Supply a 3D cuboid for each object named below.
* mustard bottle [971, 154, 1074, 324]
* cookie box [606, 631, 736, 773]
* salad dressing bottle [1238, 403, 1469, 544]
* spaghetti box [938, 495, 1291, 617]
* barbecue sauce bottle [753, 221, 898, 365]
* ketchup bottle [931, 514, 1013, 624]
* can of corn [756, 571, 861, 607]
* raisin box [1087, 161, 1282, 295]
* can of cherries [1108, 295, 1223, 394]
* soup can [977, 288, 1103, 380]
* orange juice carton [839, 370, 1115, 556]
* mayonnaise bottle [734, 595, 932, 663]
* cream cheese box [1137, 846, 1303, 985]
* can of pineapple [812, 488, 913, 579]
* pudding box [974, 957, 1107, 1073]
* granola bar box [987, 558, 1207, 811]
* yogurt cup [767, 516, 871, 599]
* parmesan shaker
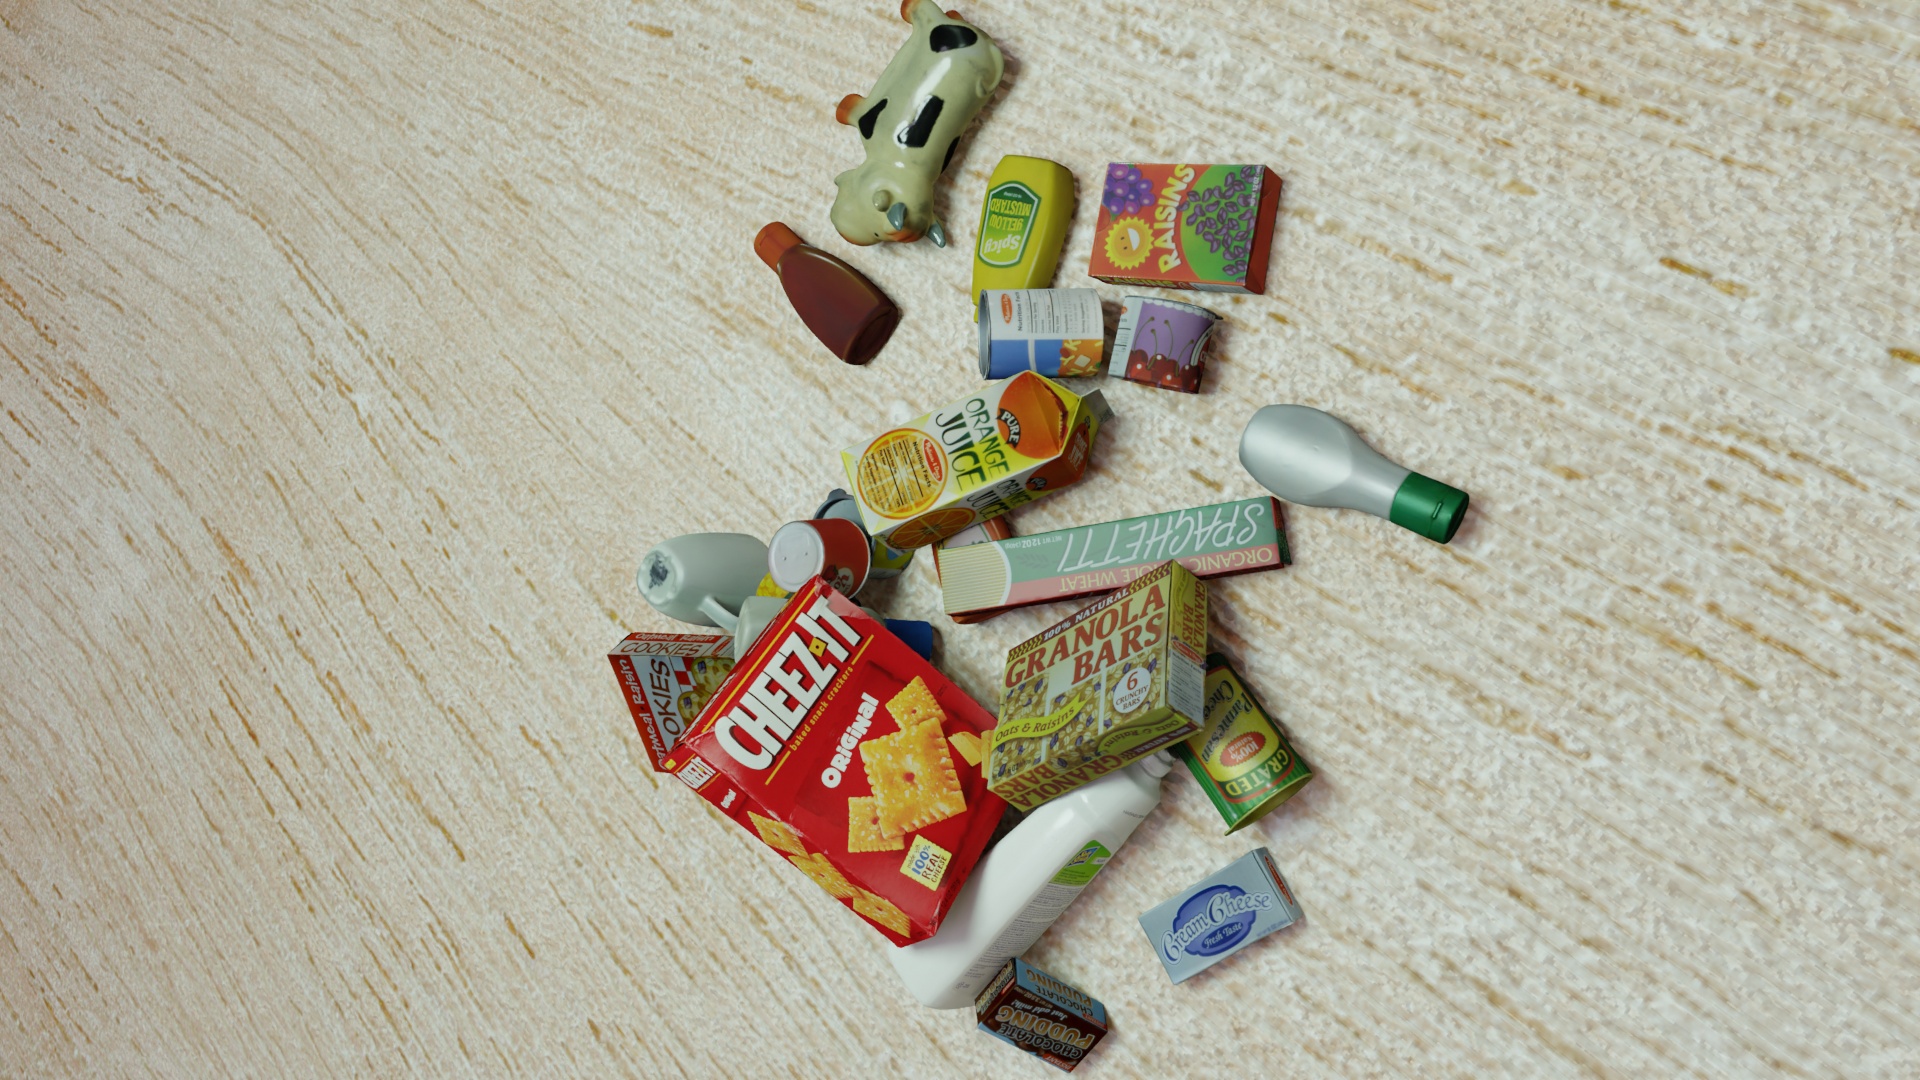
[{"bbox_3d":[0.041,-0.210,1.059,0.065,0.049,0.160,16,95,33],"label":"mustard bottle"},{"bbox_3d":[-0.205,0.140,1.161,0.167,0.040,0.122,-1,116,32],"label":"cookie box"},{"bbox_3d":[0.258,-0.043,0.916,0.148,0.044,0.064,28,98,29],"label":"salad dressing bottle"},{"bbox_3d":[0.105,0.013,0.987,0.250,0.028,0.050,-10,80,19],"label":"spaghetti box"},{"bbox_3d":[-0.118,-0.213,1.162,0.149,0.044,0.064,46,109,27],"label":"barbecue sauce bottle"},{"bbox_3d":[0.004,-0.013,1.071,0.064,0.043,0.149,-24,74,24],"label":"ketchup bottle"},{"bbox_3d":[-0.123,0.049,1.131,0.071,0.071,0.058,-50,63,19],"label":"can of corn"},{"bbox_3d":[0.159,-0.223,0.993,0.123,0.040,0.086,11,93,33],"label":"raisin box"},{"bbox_3d":[0.145,-0.137,0.980,0.071,0.071,0.058,15,95,32],"label":"can of cherries"},{"bbox_3d":[0.057,-0.150,1.017,0.084,0.071,0.071,-2,85,-6],"label":"soup can"},{"bbox_3d":[0.019,-0.063,1.015,0.192,0.071,0.073,-23,72,9],"label":"orange juice carton"},{"bbox_3d":[-0.097,0.075,1.074,0.064,0.148,0.041,115,154,-48],"label":"mayonnaise bottle"},{"bbox_3d":[0.177,0.258,0.954,0.103,0.024,0.053,-38,68,24],"label":"cream cheese box"},{"bbox_3d":[-0.078,-0.004,1.112,0.071,0.058,0.071,-2,85,31],"label":"can of pineapple"},{"bbox_3d":[0.057,0.340,0.992,0.083,0.030,0.049,32,109,-15],"label":"pudding box"},{"bbox_3d":[0.093,0.100,0.949,0.165,0.039,0.125,-33,32,37],"label":"granola bar box"},{"bbox_3d":[-0.110,0.014,1.063,0.072,0.054,0.072,-3,84,31],"label":"yogurt cup"},{"bbox_3d":[0.177,0.136,0.936,0.071,0.071,0.103,-44,66,22],"label":"parmesan shaker"}]
